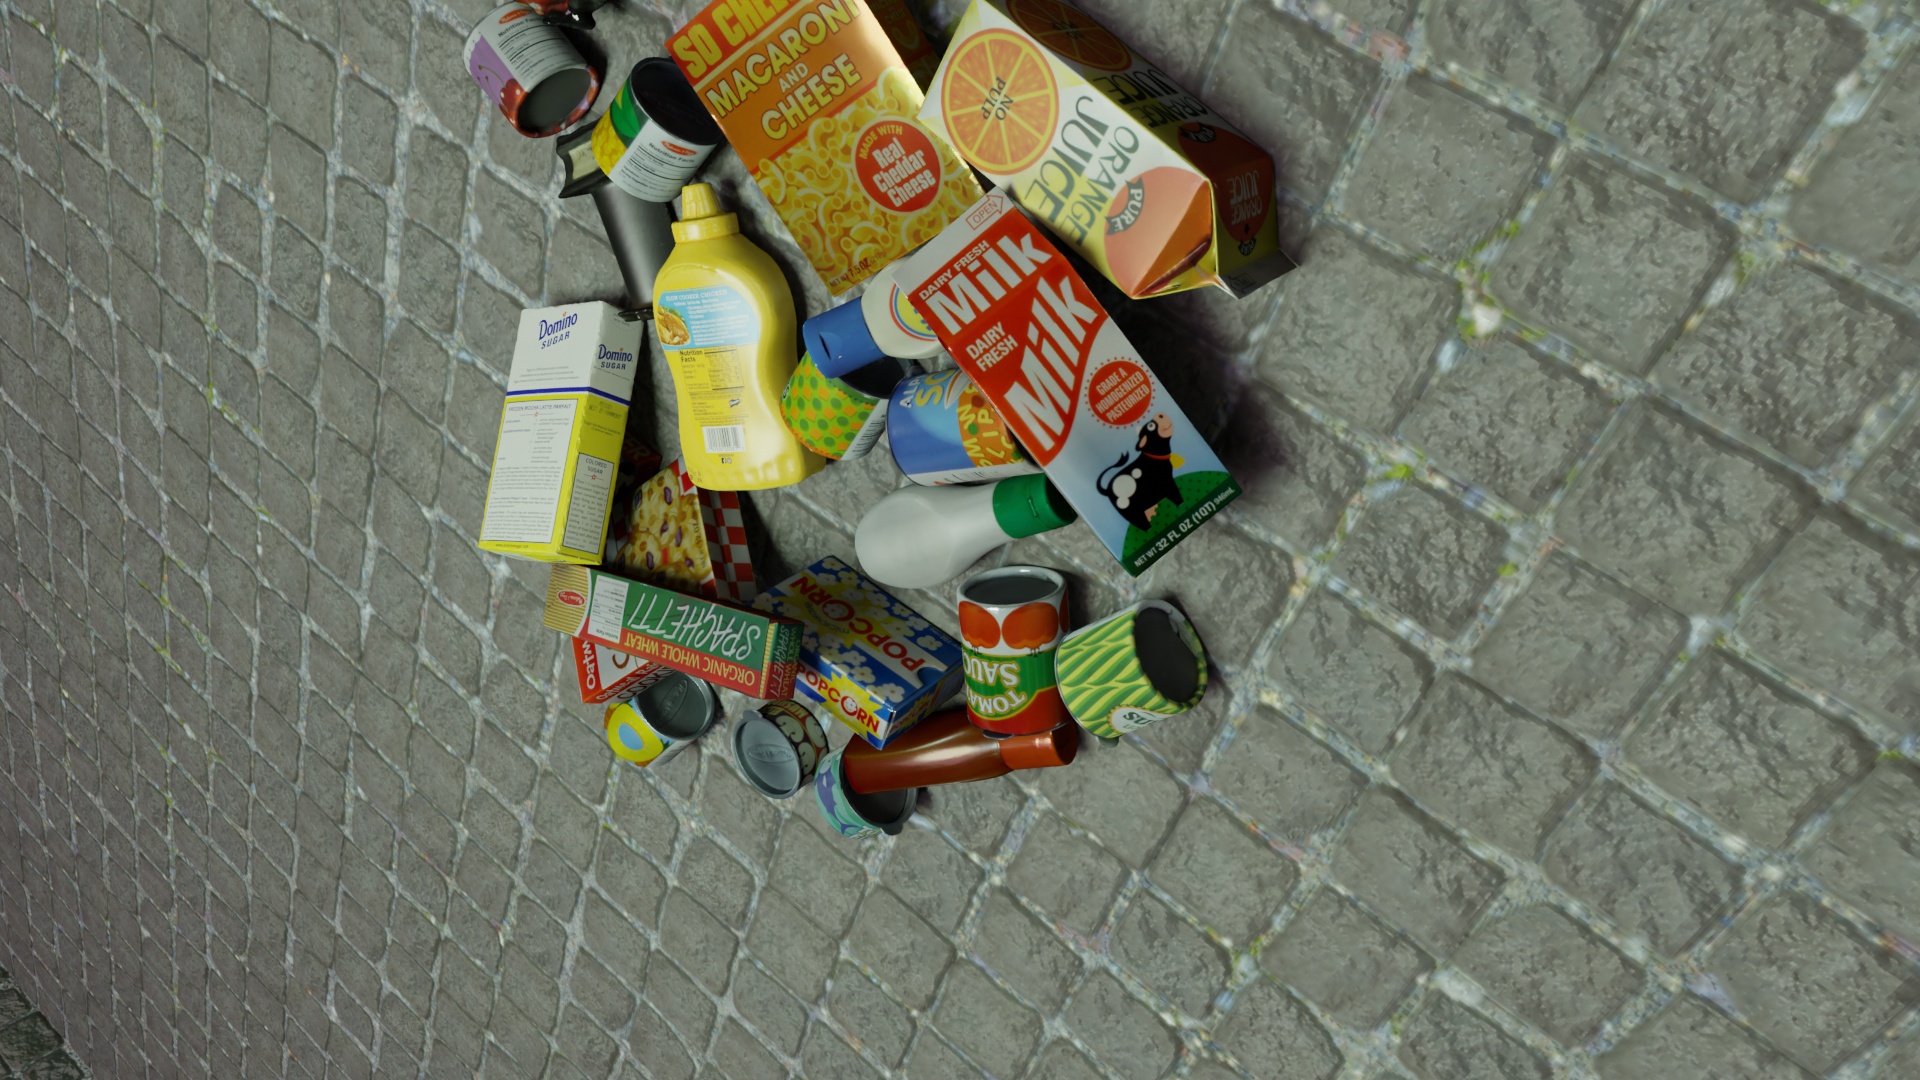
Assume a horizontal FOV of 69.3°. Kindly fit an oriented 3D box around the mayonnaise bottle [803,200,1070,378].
[{"bbox_3d":[-0.014,-0.131,0.758,0.148,0.041,0.064,-21,98,16],"label":"mayonnaise bottle"}]

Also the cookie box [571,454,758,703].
[{"bbox_3d":[-0.214,0.030,0.974,0.167,0.040,0.123,-30,65,35],"label":"cookie box"}]

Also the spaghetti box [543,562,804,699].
[{"bbox_3d":[-0.192,0.054,0.901,0.250,0.029,0.050,11,92,43],"label":"spaghetti box"}]

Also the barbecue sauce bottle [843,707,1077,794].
[{"bbox_3d":[0.001,0.130,0.883,0.148,0.065,0.043,-11,104,30],"label":"barbecue sauce bottle"}]

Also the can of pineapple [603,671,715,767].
[{"bbox_3d":[-0.228,0.130,1.048,0.057,0.071,0.071,-40,84,40],"label":"can of pineapple"}]

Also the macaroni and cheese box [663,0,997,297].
[{"bbox_3d":[-0.067,-0.234,0.761,0.123,0.040,0.166,-24,107,36],"label":"macaroni and cheese box"}]

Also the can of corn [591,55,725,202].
[{"bbox_3d":[-0.185,-0.253,0.855,0.058,0.071,0.071,-38,85,41],"label":"can of corn"}]

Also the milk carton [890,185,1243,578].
[{"bbox_3d":[0.051,-0.080,0.698,0.072,0.073,0.190,-40,103,3],"label":"milk carton"}]

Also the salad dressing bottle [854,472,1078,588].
[{"bbox_3d":[0.003,-0.010,0.832,0.147,0.044,0.064,-16,99,39],"label":"salad dressing bottle"}]

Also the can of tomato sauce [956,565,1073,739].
[{"bbox_3d":[0.032,0.065,0.824,0.071,0.071,0.082,8,113,34],"label":"can of tomato sauce"}]

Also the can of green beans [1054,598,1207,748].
[{"bbox_3d":[0.097,0.072,0.782,0.057,0.071,0.071,-29,91,40],"label":"can of green beans"}]

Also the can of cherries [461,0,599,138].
[{"bbox_3d":[-0.277,-0.304,0.902,0.058,0.072,0.071,50,130,8],"label":"can of cherries"}]

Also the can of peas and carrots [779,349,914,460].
[{"bbox_3d":[-0.070,-0.092,0.835,0.071,0.071,0.058,47,130,11],"label":"can of peas and carrots"}]

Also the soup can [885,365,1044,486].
[{"bbox_3d":[0.009,-0.070,0.786,0.083,0.072,0.071,-5,106,37],"label":"soup can"}]

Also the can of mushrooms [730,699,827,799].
[{"bbox_3d":[-0.131,0.148,1.005,0.071,0.033,0.070,16,118,32],"label":"can of mushrooms"}]

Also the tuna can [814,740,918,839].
[{"bbox_3d":[-0.063,0.169,0.941,0.032,0.071,0.071,-34,87,42],"label":"tuna can"}]

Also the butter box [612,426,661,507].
[{"bbox_3d":[-0.268,-0.069,1.020,0.103,0.024,0.052,40,128,17],"label":"butter box"}]

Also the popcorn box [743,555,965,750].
[{"bbox_3d":[-0.068,0.069,0.890,0.127,0.085,0.038,33,126,21],"label":"popcorn box"}]

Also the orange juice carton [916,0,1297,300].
[{"bbox_3d":[0.079,-0.185,0.681,0.193,0.072,0.072,43,129,15],"label":"orange juice carton"}]
